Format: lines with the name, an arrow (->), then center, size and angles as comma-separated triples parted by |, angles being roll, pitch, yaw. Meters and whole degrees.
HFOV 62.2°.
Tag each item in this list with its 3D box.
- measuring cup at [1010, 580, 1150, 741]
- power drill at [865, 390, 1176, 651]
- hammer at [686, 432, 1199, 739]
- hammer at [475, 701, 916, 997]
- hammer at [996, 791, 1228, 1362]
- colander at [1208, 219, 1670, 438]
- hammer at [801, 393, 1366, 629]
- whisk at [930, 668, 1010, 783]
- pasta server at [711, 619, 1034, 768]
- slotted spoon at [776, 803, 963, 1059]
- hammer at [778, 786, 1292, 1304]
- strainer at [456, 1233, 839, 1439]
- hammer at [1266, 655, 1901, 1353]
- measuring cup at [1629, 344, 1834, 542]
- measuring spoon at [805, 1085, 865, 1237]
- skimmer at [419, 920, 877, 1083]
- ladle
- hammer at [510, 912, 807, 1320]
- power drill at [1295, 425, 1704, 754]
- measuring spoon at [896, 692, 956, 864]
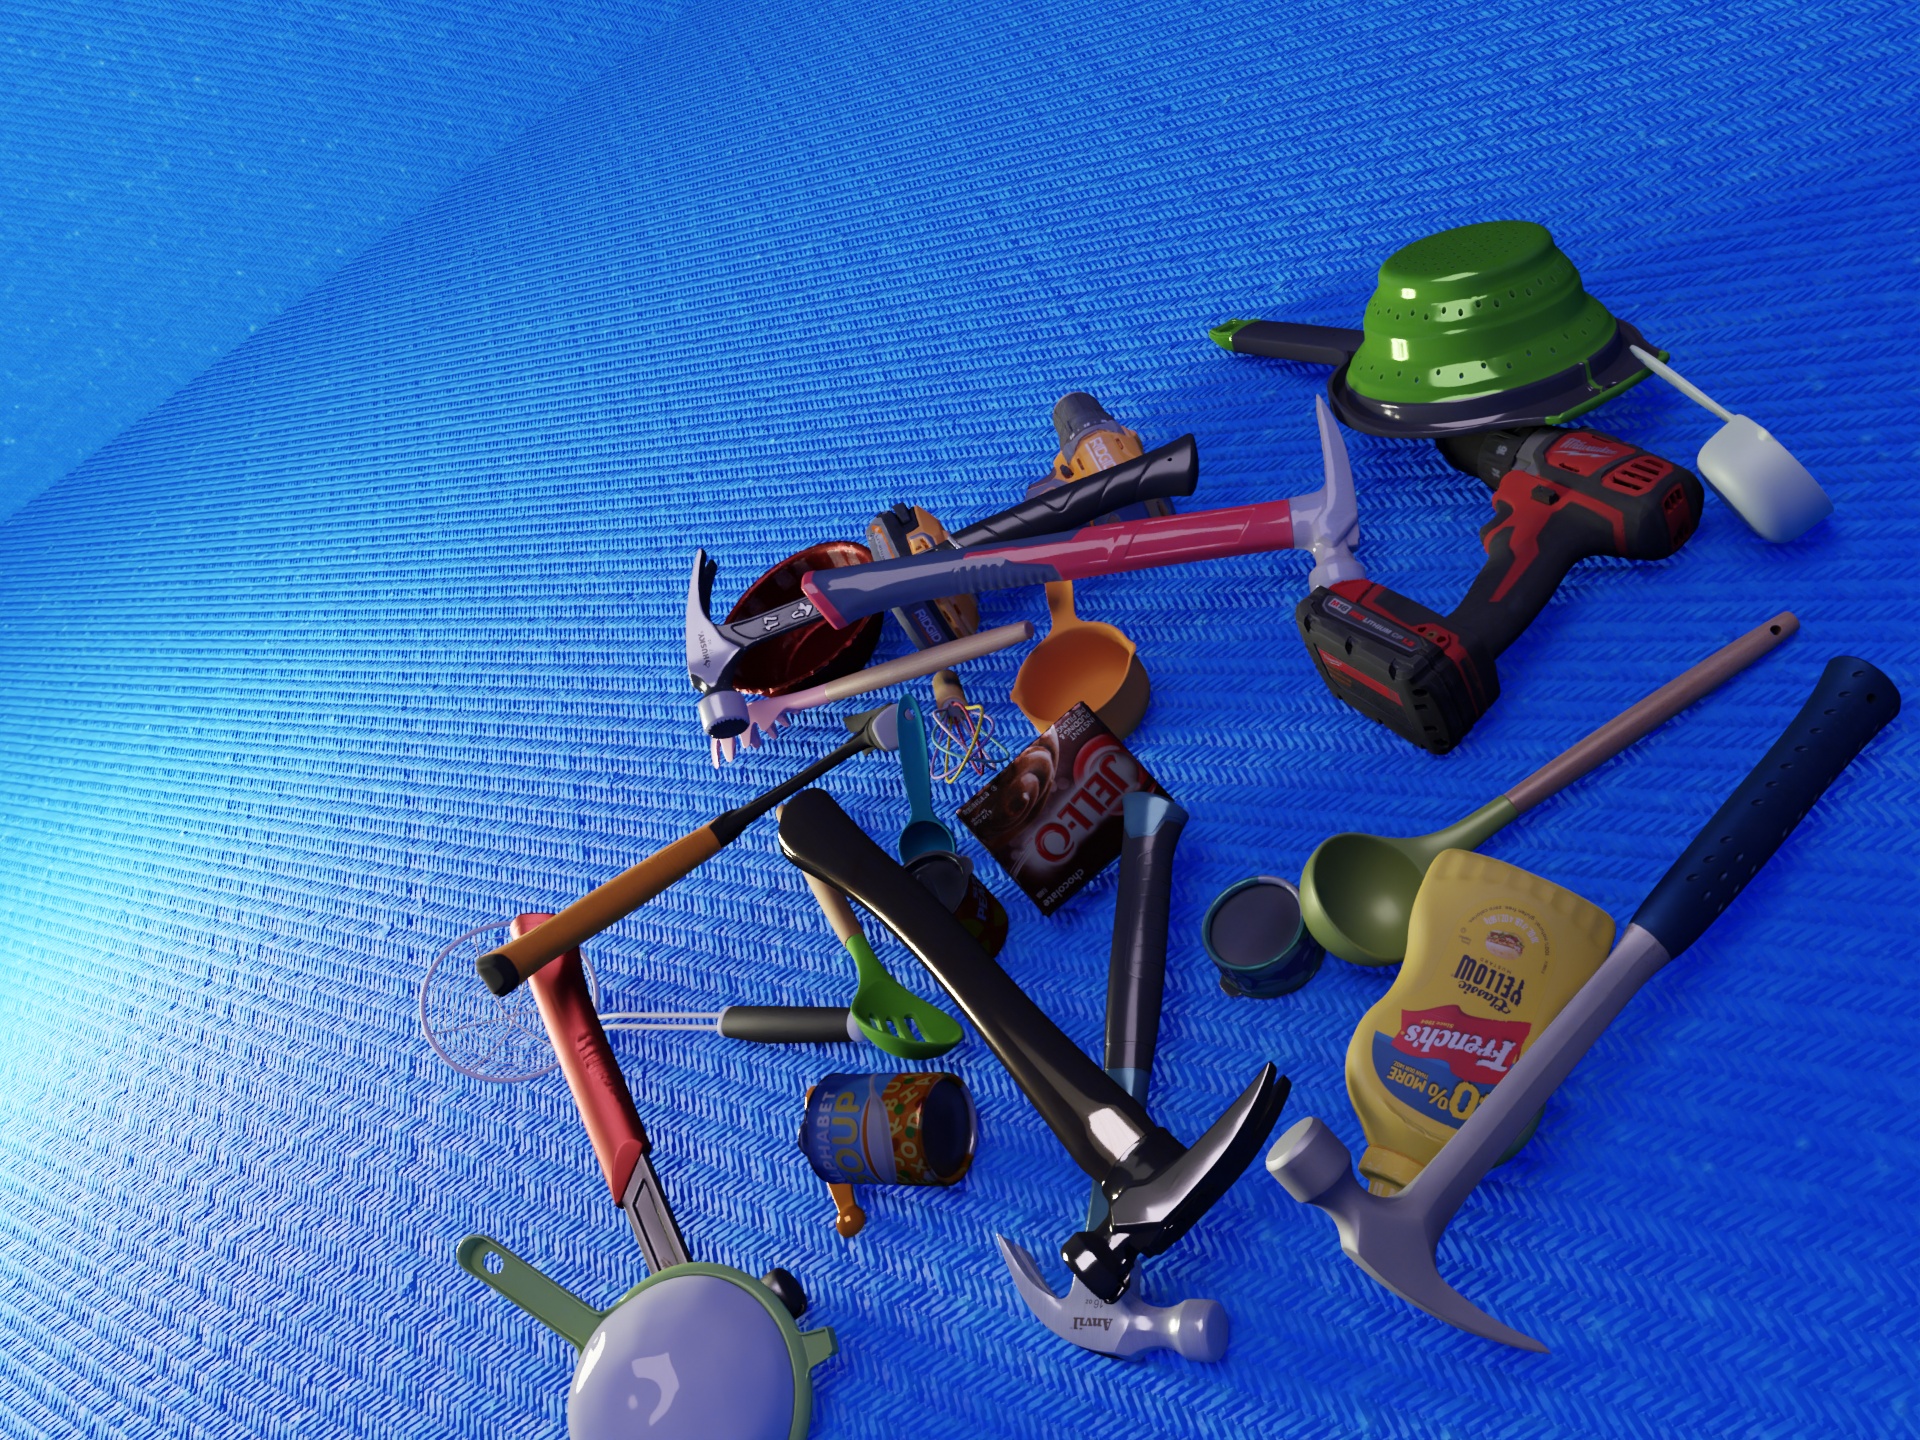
measuring cup -> 0.085, -0.049, 1.132 | 0.095, 0.052, 0.174 | -23, 43, 17
power drill -> 0.042, -0.167, 1.257 | 0.226, 0.084, 0.186 | -27, 42, 8
hammer -> -0.017, -0.122, 1.171 | 0.409, 0.036, 0.149 | -21, 65, 8
hammer -> -0.185, 0.087, 1.115 | 0.337, 0.034, 0.127 | -33, 6, -18
hammer -> 0.097, 0.187, 0.902 | 0.128, 0.033, 0.331 | -11, 53, 31
colander -> 0.302, -0.295, 1.130 | 0.204, 0.094, 0.397 | -30, 29, -19
hammer -> 0.077, -0.130, 1.108 | 0.386, 0.038, 0.143 | -7, 72, 11
whisk -> 0.000, -0.005, 1.099 | 0.051, 0.047, 0.245 | -4, 13, -3
pasta server -> -0.074, -0.021, 1.189 | 0.316, 0.040, 0.060 | -16, 8, 35
slotted spoon -> -0.078, 0.139, 1.096 | 0.314, 0.070, 0.031 | 50, 127, 55
hammer -> 0.012, 0.145, 0.939 | 0.146, 0.038, 0.411 | -46, 45, -4
strainer -> -0.206, 0.359, 0.905 | 0.256, 0.069, 0.151 | 23, 76, 26
hammer -> 0.330, 0.120, 0.768 | 0.405, 0.144, 0.035 | -43, -4, -15
measuring cup -> 0.440, -0.166, 0.940 | 0.038, 0.083, 0.168 | -45, 49, 17
measuring spoon -> -0.082, 0.272, 0.996 | 0.021, 0.011, 0.117 | -34, 40, 7
skimmer -> -0.225, 0.197, 1.113 | 0.363, 0.090, 0.127 | -6, 50, 33
ladle -> 0.327, 0.030, 0.875 | 0.320, 0.062, 0.078 | -34, 75, 2
hammer -> -0.232, 0.271, 1.033 | 0.149, 0.036, 0.359 | -36, 54, 2
power drill -> 0.316, -0.104, 0.993 | 0.227, 0.080, 0.188 | -42, 40, -7
measuring spoon -> -0.026, 0.044, 1.104 | 0.042, 0.021, 0.128 | -6, 94, 18
